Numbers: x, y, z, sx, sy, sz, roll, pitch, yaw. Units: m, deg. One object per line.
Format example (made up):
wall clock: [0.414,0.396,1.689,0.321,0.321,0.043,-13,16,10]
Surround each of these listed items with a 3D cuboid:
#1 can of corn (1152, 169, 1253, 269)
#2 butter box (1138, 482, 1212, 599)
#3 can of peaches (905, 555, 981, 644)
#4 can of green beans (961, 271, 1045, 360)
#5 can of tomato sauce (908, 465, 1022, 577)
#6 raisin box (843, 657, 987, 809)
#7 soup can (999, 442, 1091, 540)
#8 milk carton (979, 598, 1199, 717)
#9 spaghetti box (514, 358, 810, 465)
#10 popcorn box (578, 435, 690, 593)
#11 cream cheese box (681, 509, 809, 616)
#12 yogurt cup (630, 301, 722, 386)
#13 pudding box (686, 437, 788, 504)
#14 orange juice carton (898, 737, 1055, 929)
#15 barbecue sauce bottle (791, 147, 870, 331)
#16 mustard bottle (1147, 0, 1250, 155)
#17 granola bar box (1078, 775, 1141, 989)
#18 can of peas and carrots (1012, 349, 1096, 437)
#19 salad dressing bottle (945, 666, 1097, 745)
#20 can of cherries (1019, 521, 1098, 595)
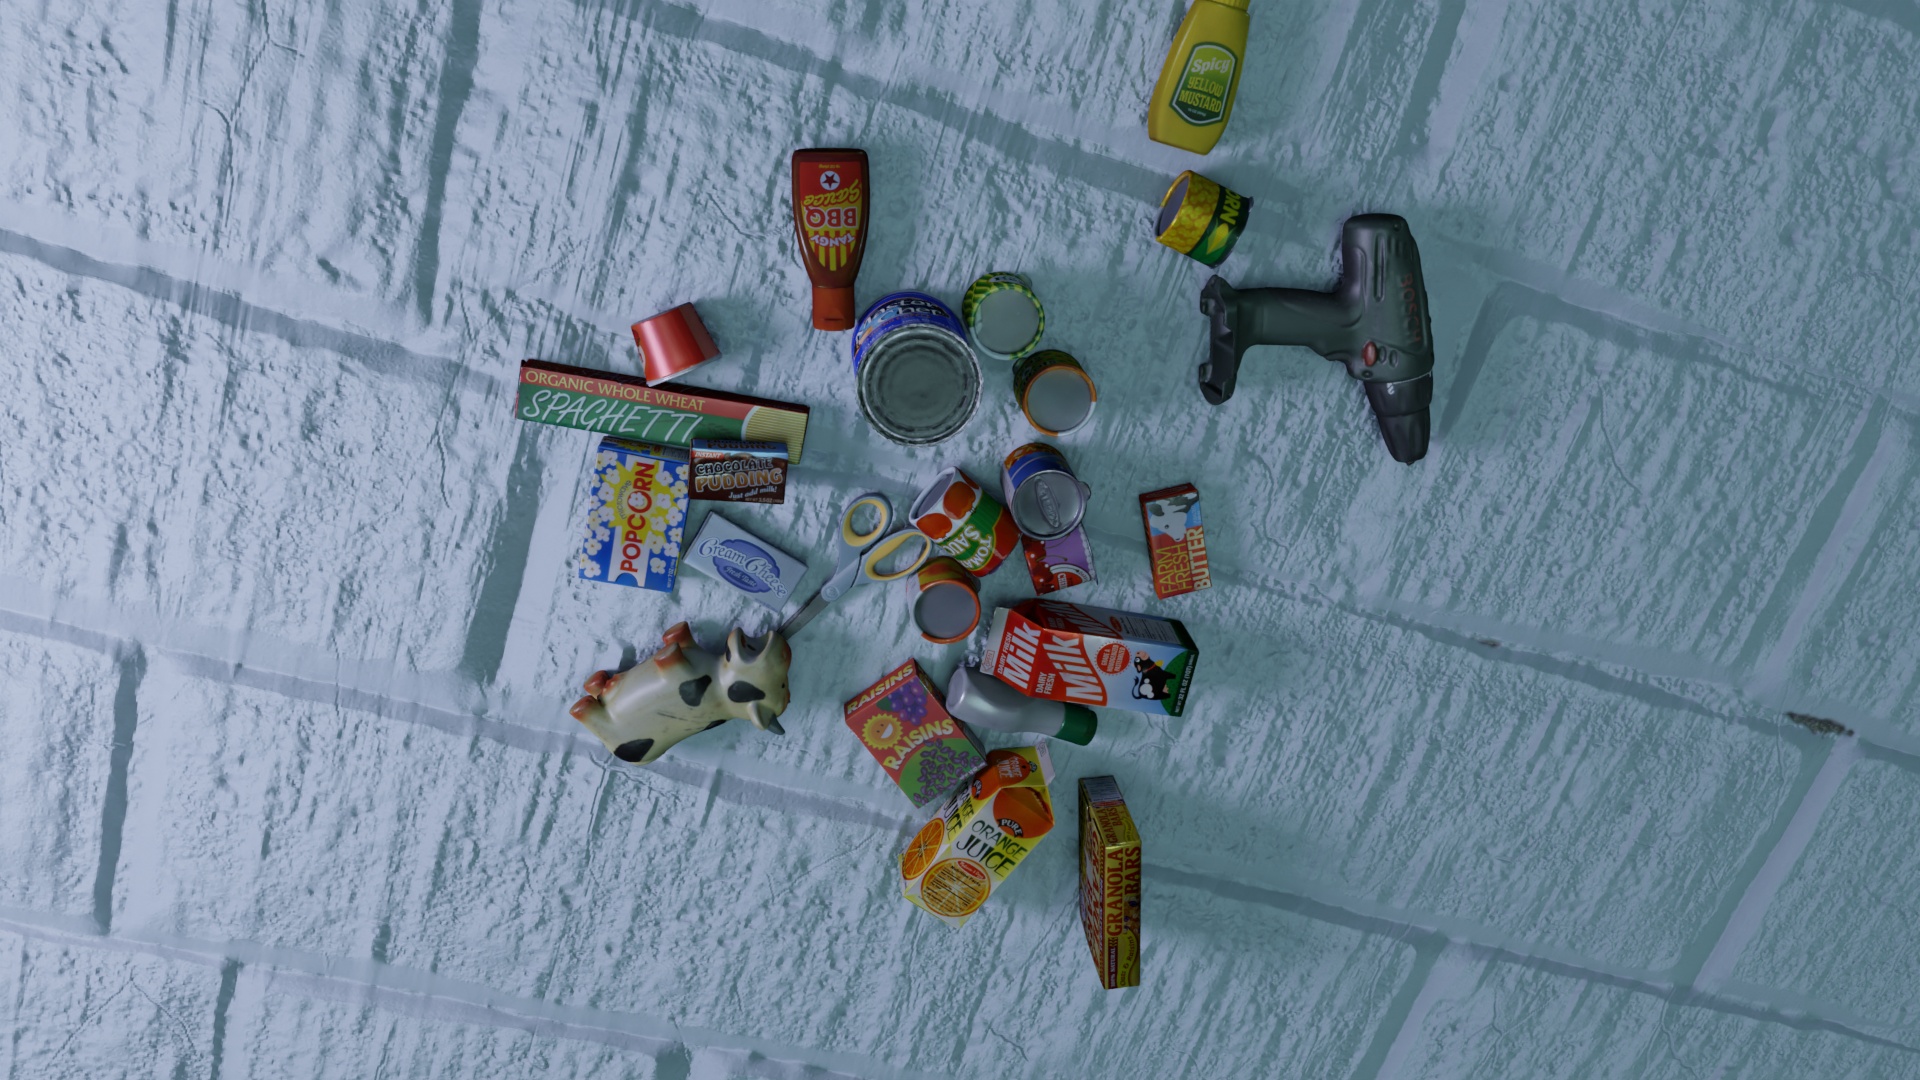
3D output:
can of corn: [0.205,-0.274,1.178,0.058,0.071,0.071,23,107,-13]
butter box: [0.202,0.002,1.304,0.053,0.024,0.103,-13,111,-2]
can of peaches: [-0.014,0.055,1.282,0.071,0.058,0.071,-2,110,-5]
can of green beans: [0.037,-0.194,1.195,0.071,0.058,0.071,-2,111,-5]
can of tomato sauce: [0.004,-0.016,1.252,0.083,0.071,0.071,40,102,-17]
raisin box: [-0.043,0.186,1.338,0.086,0.040,0.123,-34,111,8]
soup can: [0.075,-0.046,1.240,0.071,0.084,0.071,-2,111,-5]
milk carton: [0.118,0.107,1.308,0.191,0.074,0.072,10,109,-9]
spaghetti box: [-0.259,-0.111,1.210,0.250,0.029,0.050,9,109,-10]
popcorn box: [-0.286,-0.023,1.234,0.085,0.038,0.126,10,109,-11]
cream cheese box: [-0.196,0.020,1.262,0.104,0.024,0.053,31,89,-16]
yogurt cup: [-0.243,-0.167,1.173,0.072,0.072,0.054,-21,103,2]
pudding box: [-0.192,-0.060,1.199,0.084,0.030,0.049,3,111,-15]
orange juice carton: [0.027,0.280,1.363,0.073,0.072,0.192,36,103,-17]
barbecue sauce bottle: [-0.108,-0.252,1.166,0.065,0.044,0.148,-1,111,-5]
mustard bottle: [0.203,-0.401,1.141,0.065,0.049,0.159,11,109,-12]
granola bar box: [0.145,0.335,1.368,0.039,0.124,0.164,-4,111,-6]
can of peas and carrots: [0.081,-0.131,1.223,0.071,0.059,0.070,-2,110,-6]
salad dressing bottle: [0.060,0.162,1.331,0.148,0.064,0.043,18,116,-20]
can of cherries: [0.089,0.015,1.272,0.058,0.072,0.071,-16,111,0]
